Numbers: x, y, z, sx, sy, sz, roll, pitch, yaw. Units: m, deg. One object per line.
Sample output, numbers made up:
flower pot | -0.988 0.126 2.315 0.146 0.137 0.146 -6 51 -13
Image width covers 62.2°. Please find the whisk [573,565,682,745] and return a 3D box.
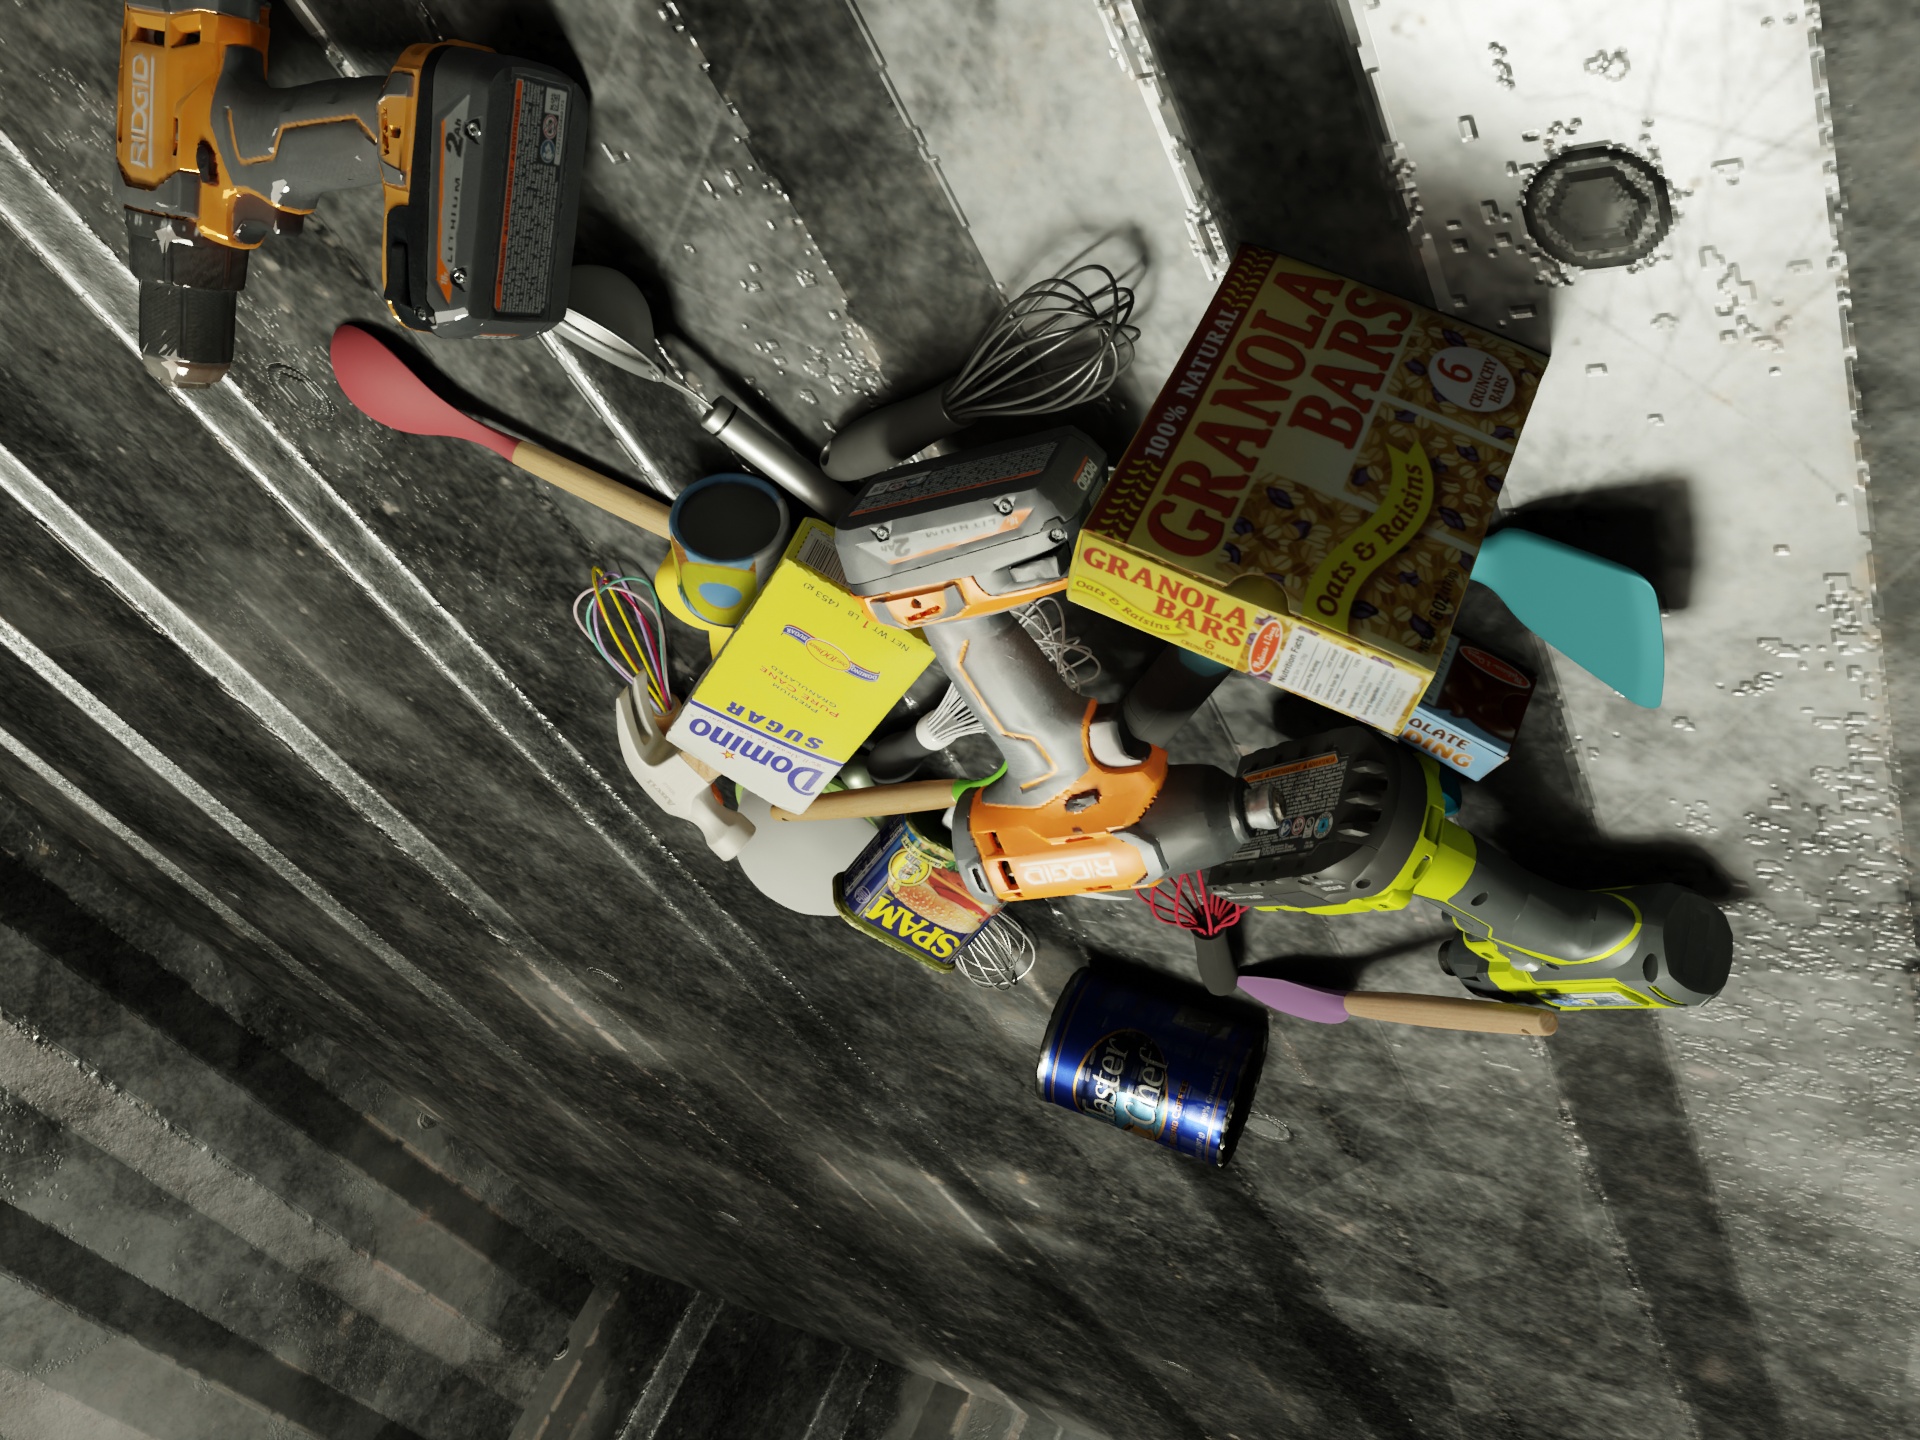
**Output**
whisk | -0.208 -0.025 1.088 0.047 0.051 0.244 39 161 27

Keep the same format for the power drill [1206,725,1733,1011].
power drill | 0.244 0.089 0.805 0.223 0.080 0.171 25 160 -19

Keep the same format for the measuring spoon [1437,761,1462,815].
measuring spoon | 0.216 0.036 0.843 0.042 0.021 0.128 29 161 -19

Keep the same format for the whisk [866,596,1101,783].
whisk | -0.002 -0.002 0.925 0.070 0.070 0.284 35 155 -10

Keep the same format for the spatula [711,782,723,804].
spatula | -0.121 -0.010 1.003 0.081 0.041 0.322 45 135 -8

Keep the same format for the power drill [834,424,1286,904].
power drill | 0.051 -0.016 0.744 0.164 0.084 0.226 -9 119 25

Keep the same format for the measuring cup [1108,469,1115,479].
measuring cup | 0.114 -0.112 0.687 0.083 0.038 0.168 49 161 -28

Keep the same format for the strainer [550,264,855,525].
strainer | -0.128 -0.161 0.804 0.258 0.050 0.087 36 174 -24

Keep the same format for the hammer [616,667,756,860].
hammer | -0.093 -0.019 0.928 0.130 0.031 0.331 45 134 -15

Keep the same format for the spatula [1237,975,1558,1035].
spatula | 0.251 0.172 0.950 0.059 0.018 0.316 34 165 -10

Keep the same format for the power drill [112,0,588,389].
power drill | -0.289 -0.227 0.720 0.226 0.084 0.185 17 108 19

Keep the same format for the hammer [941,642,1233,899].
hammer | 0.086 0.022 0.909 0.128 0.033 0.331 30 150 0

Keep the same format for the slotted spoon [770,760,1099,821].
slotted spoon | -0.019 0.044 0.961 0.070 0.031 0.314 33 152 -35

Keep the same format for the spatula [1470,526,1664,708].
spatula | 0.148 -0.067 0.708 0.318 0.044 0.082 10 149 31

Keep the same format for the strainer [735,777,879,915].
strainer | -0.118 0.071 1.120 0.151 0.069 0.256 17 150 21

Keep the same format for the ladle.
ladle | -0.235 -0.146 0.932 0.315 0.031 0.069 26 150 2

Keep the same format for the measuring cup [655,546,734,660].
measuring cup | -0.158 -0.051 1.006 0.062 0.029 0.156 21 148 14

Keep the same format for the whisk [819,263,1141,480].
whisk | -0.002 -0.146 0.715 0.055 0.055 0.239 42 153 -22

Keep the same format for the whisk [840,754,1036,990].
whisk | -0.016 0.111 1.129 0.059 0.058 0.246 -25 125 14

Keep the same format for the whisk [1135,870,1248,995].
whisk | 0.146 0.115 0.949 0.073 0.073 0.295 17 160 20
